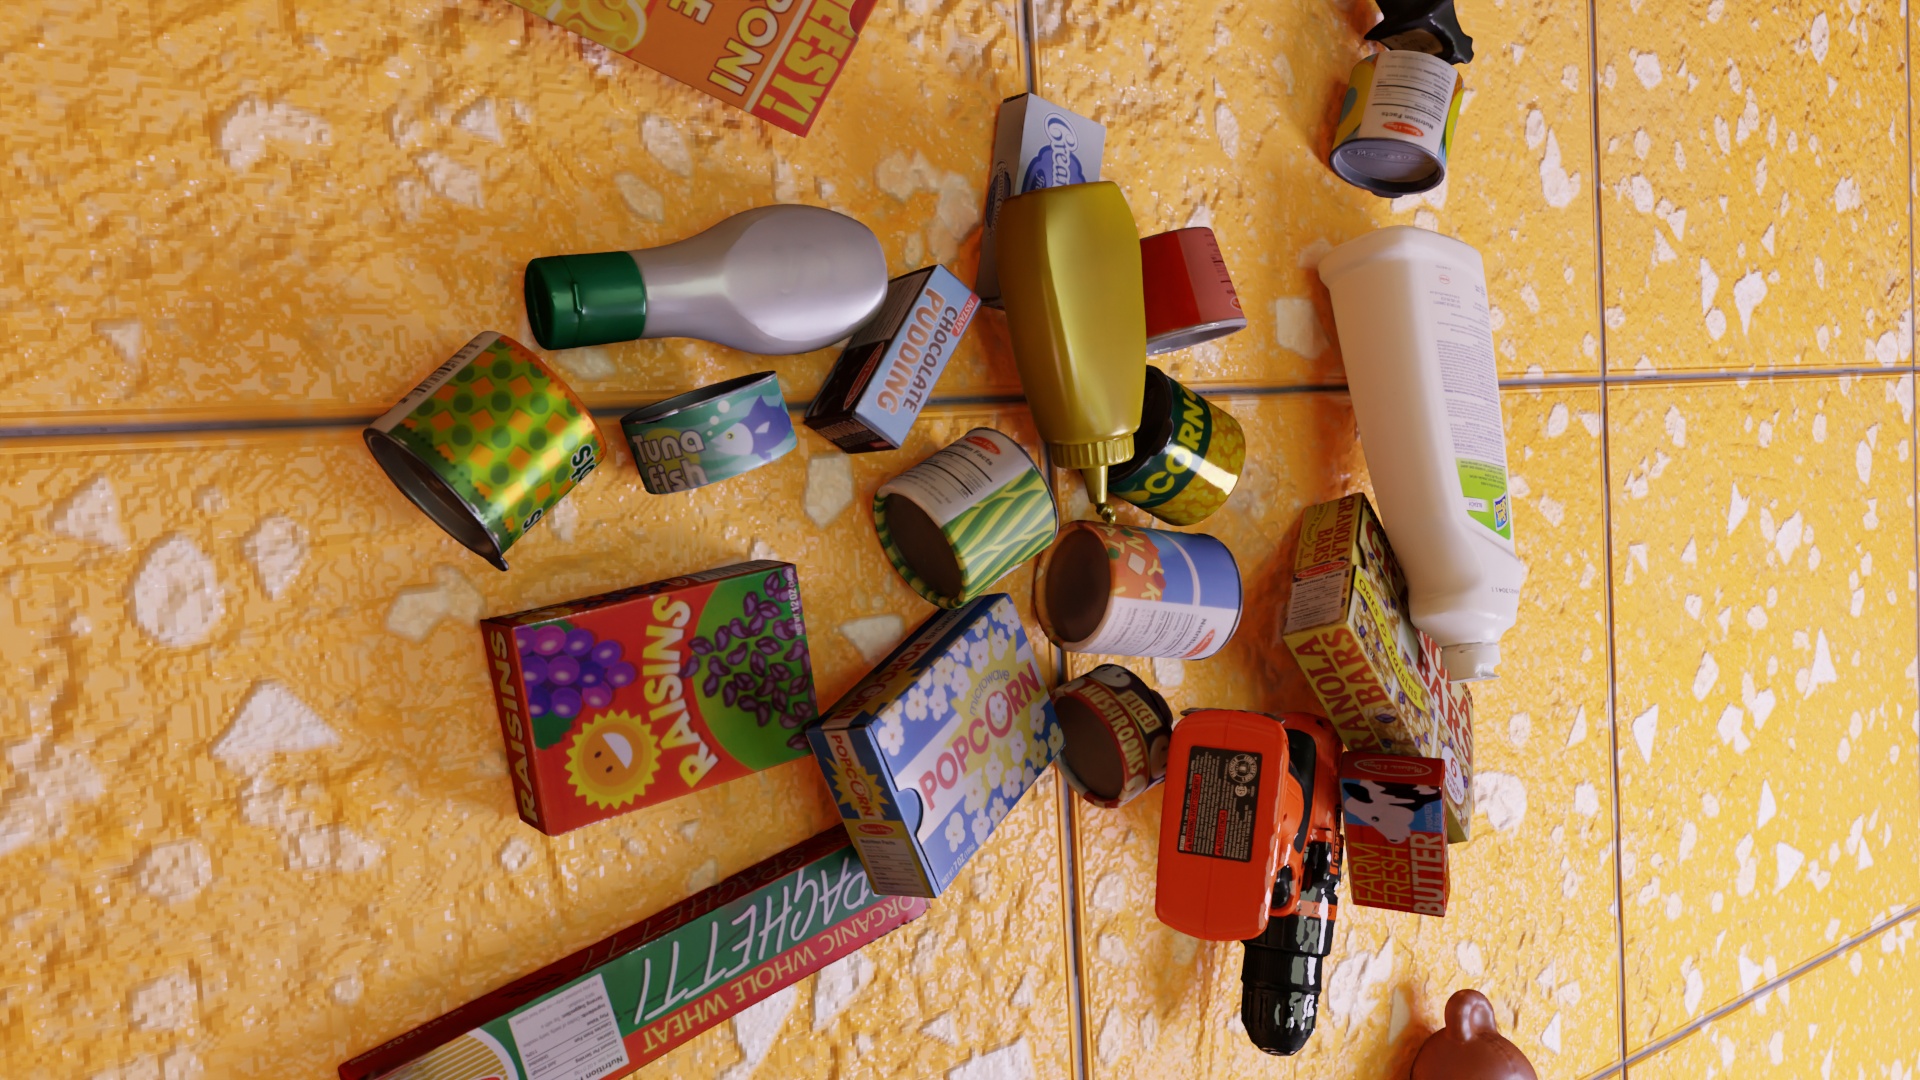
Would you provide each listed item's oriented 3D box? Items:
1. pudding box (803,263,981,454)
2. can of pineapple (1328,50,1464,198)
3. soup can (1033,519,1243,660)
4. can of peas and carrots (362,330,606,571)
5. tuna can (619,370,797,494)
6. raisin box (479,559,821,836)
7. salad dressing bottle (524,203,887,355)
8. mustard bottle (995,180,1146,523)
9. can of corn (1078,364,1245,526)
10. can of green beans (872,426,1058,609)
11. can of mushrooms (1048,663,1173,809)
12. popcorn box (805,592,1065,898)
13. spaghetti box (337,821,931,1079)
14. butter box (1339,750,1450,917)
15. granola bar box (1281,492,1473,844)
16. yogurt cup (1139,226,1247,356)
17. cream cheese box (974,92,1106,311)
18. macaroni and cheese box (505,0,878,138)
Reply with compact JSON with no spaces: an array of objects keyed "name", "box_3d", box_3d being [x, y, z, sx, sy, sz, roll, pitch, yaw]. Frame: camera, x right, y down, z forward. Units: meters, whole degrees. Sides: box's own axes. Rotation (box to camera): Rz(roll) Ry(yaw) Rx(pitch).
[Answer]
[{"name":"pudding box","box_3d":[-0.031,-0.081,0.625,0.030,0.049,0.084,38,70,-27]},{"name":"can of pineapple","box_3d":[0.253,-0.241,0.808,0.071,0.071,0.058,22,79,-33]},{"name":"soup can","box_3d":[0.088,0.023,0.700,0.084,0.071,0.071,7,87,-34]},{"name":"can of peas and carrots","box_3d":[-0.174,-0.034,0.518,0.059,0.071,0.071,-49,116,-24]},{"name":"tuna can","box_3d":[-0.103,-0.044,0.565,0.071,0.071,0.032,-25,106,-31]},{"name":"raisin box","box_3d":[-0.124,0.060,0.571,0.124,0.040,0.086,-13,99,-35]},{"name":"salad dressing bottle","box_3d":[-0.104,-0.106,0.579,0.148,0.044,0.064,-12,99,-32]},{"name":"mustard bottle","box_3d":[0.056,-0.086,0.656,0.065,0.049,0.160,-13,102,-31]},{"name":"can of corn","box_3d":[0.103,-0.047,0.704,0.058,0.071,0.071,26,77,-33]},{"name":"can of green beans","box_3d":[0.002,-0.010,0.638,0.058,0.071,0.071,-34,109,-28]},{"name":"can of mushrooms","box_3d":[0.073,0.096,0.686,0.033,0.071,0.071,-22,103,-30]},{"name":"popcorn box","box_3d":[-0.007,0.089,0.627,0.127,0.038,0.085,-40,115,-50]},{"name":"spaghetti box","box_3d":[-0.123,0.184,0.579,0.251,0.028,0.050,-21,102,-32]},{"name":"butter box","box_3d":[0.237,0.160,0.757,0.024,0.053,0.103,-59,143,-48]},{"name":"granola bar box","box_3d":[0.242,0.073,0.789,0.165,0.039,0.125,56,34,-22]},{"name":"yogurt cup","box_3d":[0.108,-0.127,0.711,0.072,0.072,0.054,-13,91,-33]},{"name":"cream cheese box","box_3d":[0.040,-0.162,0.687,0.053,0.024,0.104,10,86,-35]},{"name":"macaroni and cheese box","box_3d":[-0.106,-0.247,0.538,0.166,0.040,0.123,17,119,-33]}]
